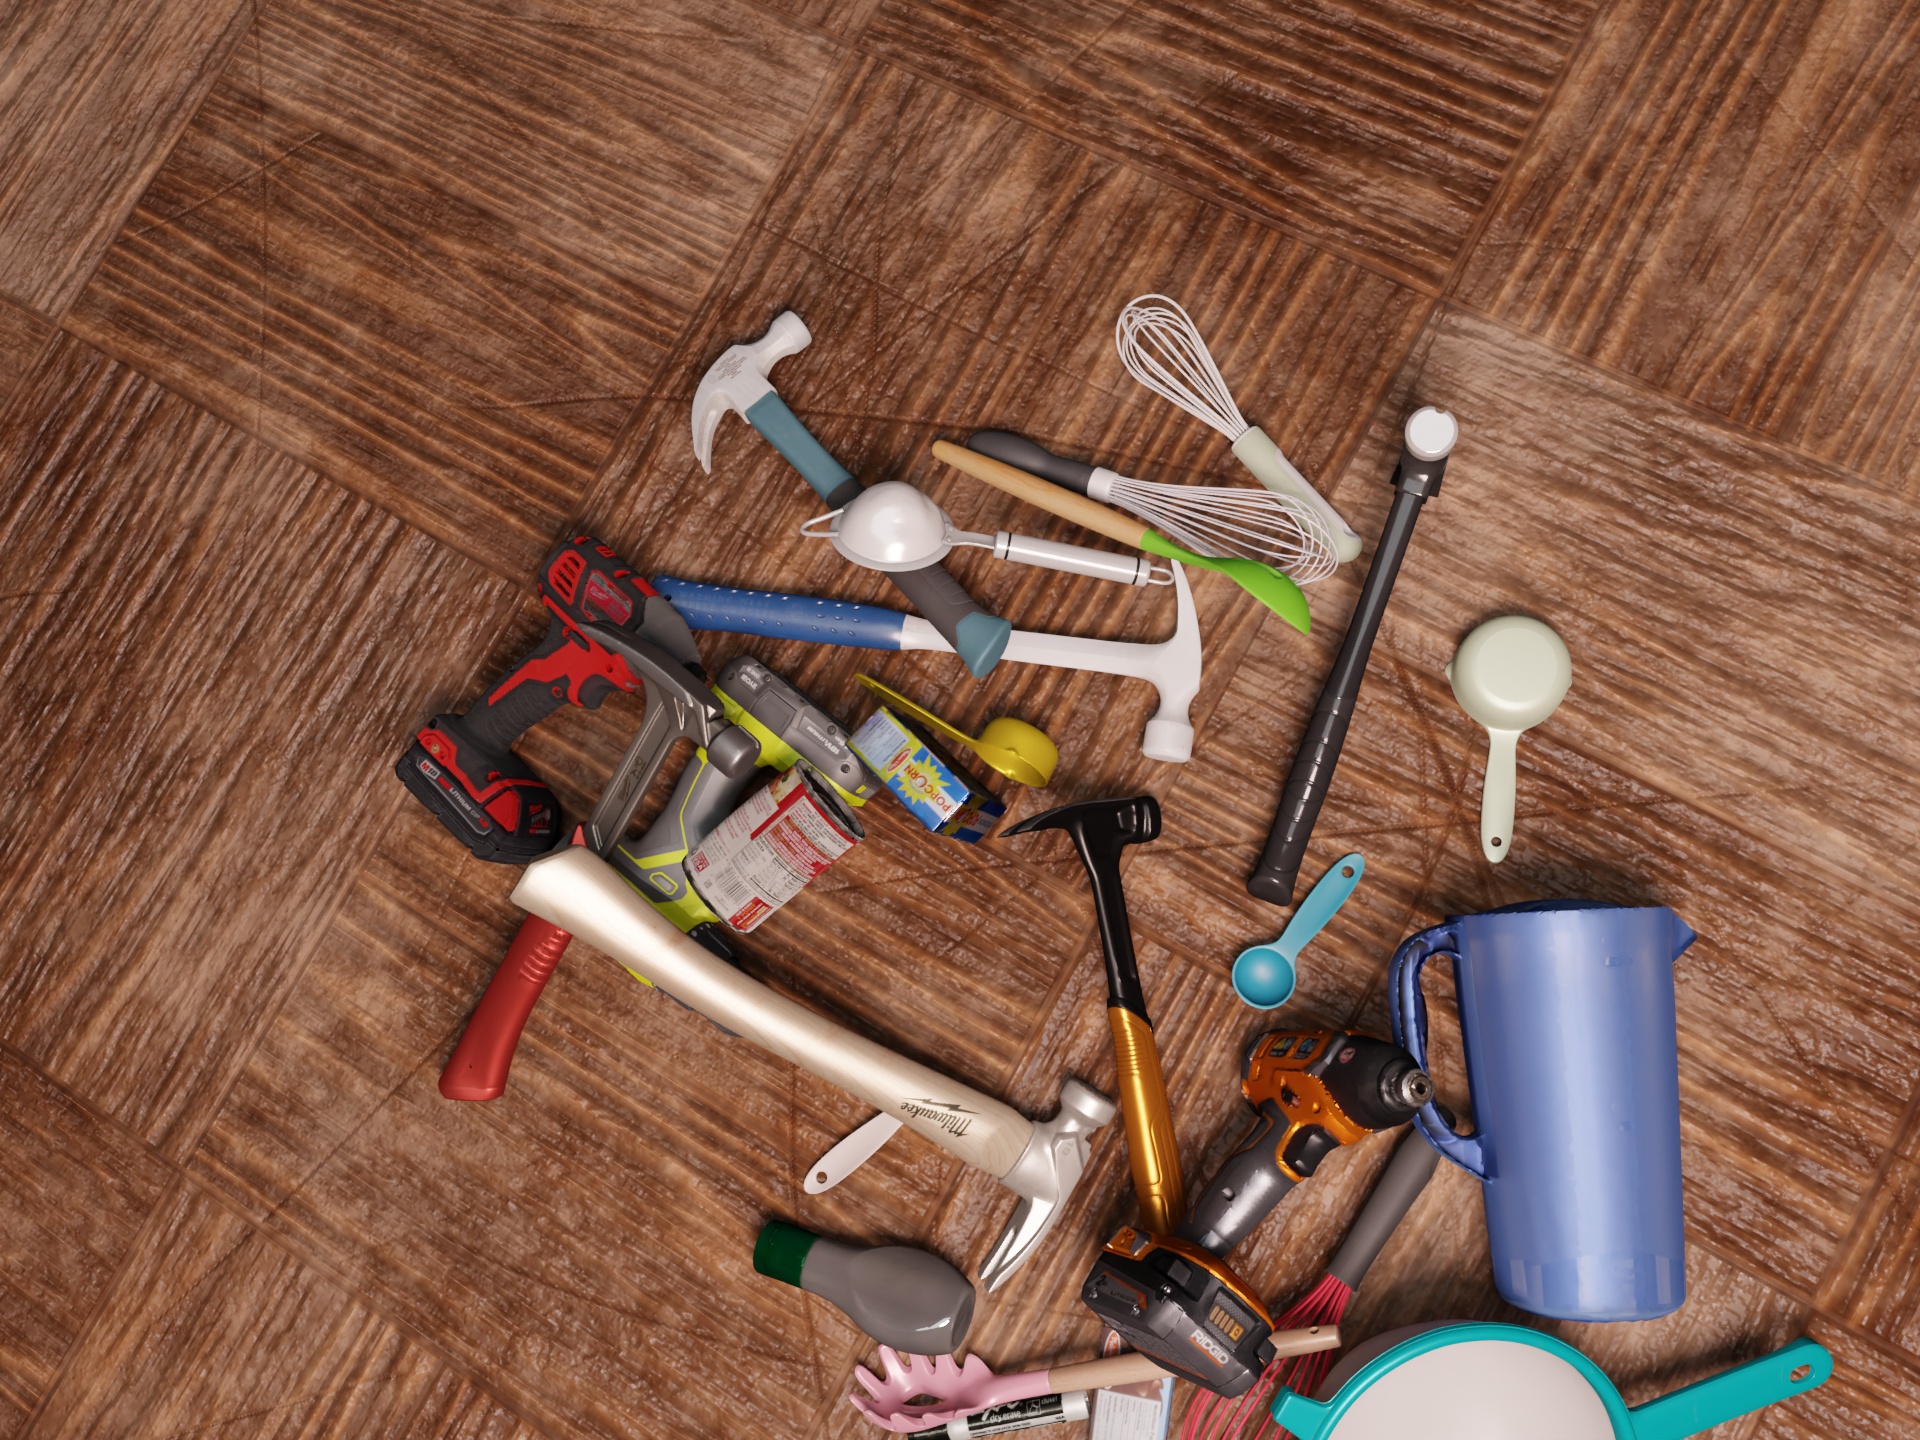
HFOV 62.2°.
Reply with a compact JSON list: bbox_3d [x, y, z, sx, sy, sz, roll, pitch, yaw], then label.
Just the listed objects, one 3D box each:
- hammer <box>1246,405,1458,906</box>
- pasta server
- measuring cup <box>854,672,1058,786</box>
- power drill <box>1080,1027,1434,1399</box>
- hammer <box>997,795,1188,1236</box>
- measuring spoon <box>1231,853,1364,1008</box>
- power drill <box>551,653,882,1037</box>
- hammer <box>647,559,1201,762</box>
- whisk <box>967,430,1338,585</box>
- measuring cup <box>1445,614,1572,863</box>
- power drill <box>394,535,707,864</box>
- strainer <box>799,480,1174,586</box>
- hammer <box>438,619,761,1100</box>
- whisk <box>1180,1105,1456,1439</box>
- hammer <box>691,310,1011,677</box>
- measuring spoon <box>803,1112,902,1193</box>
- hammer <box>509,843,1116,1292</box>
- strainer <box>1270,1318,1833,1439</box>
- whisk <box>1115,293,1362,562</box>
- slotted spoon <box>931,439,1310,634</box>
[{"bbox_3d":[0.258,-0.035,1.056,0.035,0.146,0.335,20,94,13],"label":"hammer"},{"bbox_3d":[0.080,0.405,0.998,0.316,0.060,0.040,-17,114,18],"label":"pasta server"},{"bbox_3d":[-0.002,-0.004,1.109,0.156,0.062,0.029,29,73,10],"label":"measuring cup"},{"bbox_3d":[0.184,0.278,0.943,0.084,0.164,0.226,43,69,-7],"label":"power drill"},{"bbox_3d":[0.110,0.218,1.035,0.034,0.127,0.337,-20,78,49],"label":"hammer"},{"bbox_3d":[0.229,0.141,1.069,0.042,0.021,0.128,39,78,14],"label":"measuring spoon"},{"bbox_3d":[-0.160,0.088,1.113,0.191,0.080,0.228,38,90,15],"label":"power drill"},{"bbox_3d":[-0.028,-0.068,1.141,0.405,0.035,0.144,8,81,11],"label":"hammer"},{"bbox_3d":[0.130,-0.156,1.117,0.285,0.070,0.070,22,83,20],"label":"whisk"},{"bbox_3d":[0.363,0.010,1.055,0.083,0.038,0.168,6,78,11],"label":"measuring cup"},{"bbox_3d":[-0.285,-0.009,1.137,0.143,0.078,0.219,41,95,15],"label":"power drill"},{"bbox_3d":[0.021,-0.124,1.083,0.258,0.050,0.087,11,45,-4],"label":"strainer"},{"bbox_3d":[-0.274,0.112,1.081,0.149,0.036,0.359,38,109,16],"label":"hammer"},{"bbox_3d":[0.229,0.369,1.002,0.073,0.073,0.296,33,81,14],"label":"whisk"},{"bbox_3d":[-0.076,-0.156,1.140,0.128,0.033,0.331,-39,67,-7],"label":"hammer"},{"bbox_3d":[-0.058,0.284,1.091,0.124,0.018,0.034,-40,75,7],"label":"measuring spoon"},{"bbox_3d":[-0.102,0.210,1.009,0.410,0.038,0.146,32,85,-12],"label":"hammer"},{"bbox_3d":[0.344,0.419,0.953,0.340,0.095,0.211,-17,100,-7],"label":"strainer"},{"bbox_3d":[0.197,-0.206,1.125,0.246,0.058,0.059,50,123,10],"label":"whisk"},{"bbox_3d":[0.104,-0.135,1.088,0.314,0.070,0.031,28,98,28],"label":"slotted spoon"}]
